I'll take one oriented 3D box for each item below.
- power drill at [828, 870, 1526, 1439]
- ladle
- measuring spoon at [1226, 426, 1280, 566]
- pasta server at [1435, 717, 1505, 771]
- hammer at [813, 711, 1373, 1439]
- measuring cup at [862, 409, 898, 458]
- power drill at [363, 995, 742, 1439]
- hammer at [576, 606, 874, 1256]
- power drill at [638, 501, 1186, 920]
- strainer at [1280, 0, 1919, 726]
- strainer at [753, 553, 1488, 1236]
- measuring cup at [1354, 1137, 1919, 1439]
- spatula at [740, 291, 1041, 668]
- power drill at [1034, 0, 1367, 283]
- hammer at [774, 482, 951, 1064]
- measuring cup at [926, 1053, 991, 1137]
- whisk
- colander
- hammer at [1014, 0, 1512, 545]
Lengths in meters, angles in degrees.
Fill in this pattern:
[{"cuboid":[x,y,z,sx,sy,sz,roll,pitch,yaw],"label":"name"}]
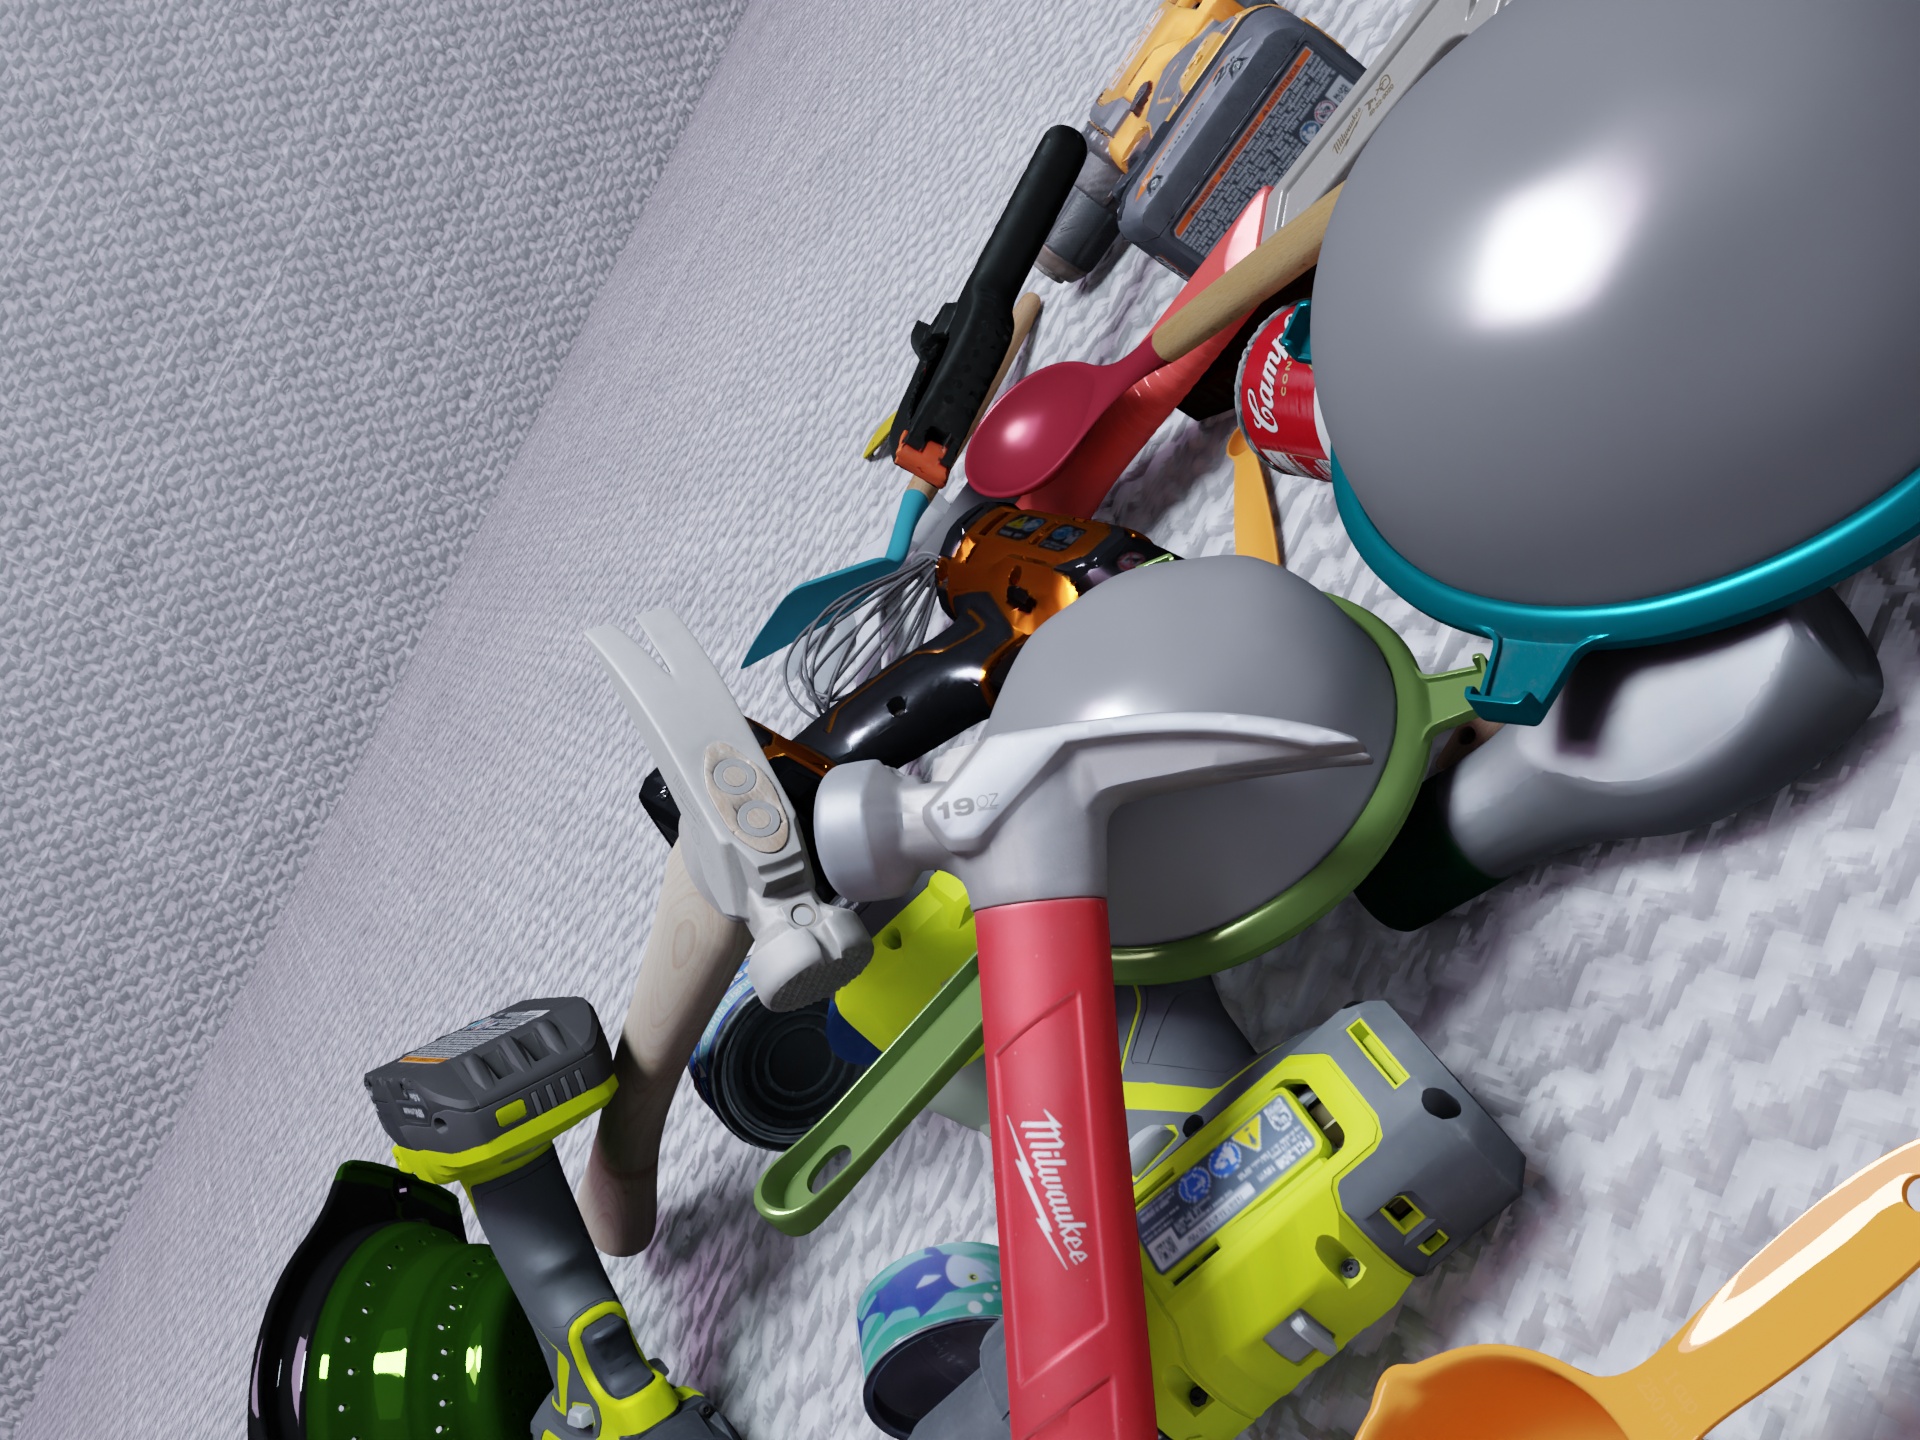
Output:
[{"cuboid":[0.034,0.119,0.493,0.190,0.080,0.229,-42,35,6],"label":"power drill"},{"cuboid":[0.095,-0.160,0.621,0.315,0.031,0.069,-27,47,55],"label":"ladle"},{"cuboid":[0.124,-0.080,0.656,0.021,0.011,0.117,-36,39,39],"label":"measuring spoon"},{"cuboid":[0.230,-0.117,0.464,0.316,0.040,0.060,-58,43,10],"label":"pasta server"},{"cuboid":[0.045,0.190,0.366,0.143,0.038,0.386,-9,75,20],"label":"hammer"},{"cuboid":[-0.033,-0.187,1.035,0.062,0.029,0.156,-67,15,-10],"label":"measuring cup"},{"cuboid":[-0.156,0.232,0.653,0.080,0.223,0.171,-24,3,-32],"label":"power drill"},{"cuboid":[-0.129,0.126,0.656,0.146,0.038,0.410,58,148,22],"label":"hammer"},{"cuboid":[-0.001,-0.002,0.644,0.226,0.084,0.164,-41,34,-20],"label":"power drill"},{"cuboid":[0.215,-0.166,0.386,0.340,0.095,0.211,-38,39,25],"label":"strainer"},{"cuboid":[0.021,0.036,0.462,0.256,0.069,0.152,-46,37,-12],"label":"strainer"},{"cuboid":[0.153,0.152,0.326,0.173,0.052,0.095,-51,28,16],"label":"measuring cup"},{"cuboid":[-0.023,-0.146,0.874,0.082,0.044,0.318,-48,13,54],"label":"spatula"},{"cuboid":[0.108,-0.283,0.806,0.185,0.084,0.226,-53,23,22],"label":"power drill"},{"cuboid":[-0.048,0.018,0.794,0.144,0.035,0.406,-50,22,23],"label":"hammer"},{"cuboid":[0.029,0.104,0.607,0.167,0.038,0.083,-35,36,46],"label":"measuring cup"},{"cuboid":[-0.017,-0.077,0.793,0.055,0.055,0.239,-33,16,45],"label":"whisk"},{"cuboid":[-0.222,0.393,0.718,0.094,0.204,0.397,-16,60,11],"label":"colander"},{"cuboid":[0.106,-0.184,0.679,0.359,0.036,0.149,-49,43,44],"label":"hammer"}]
